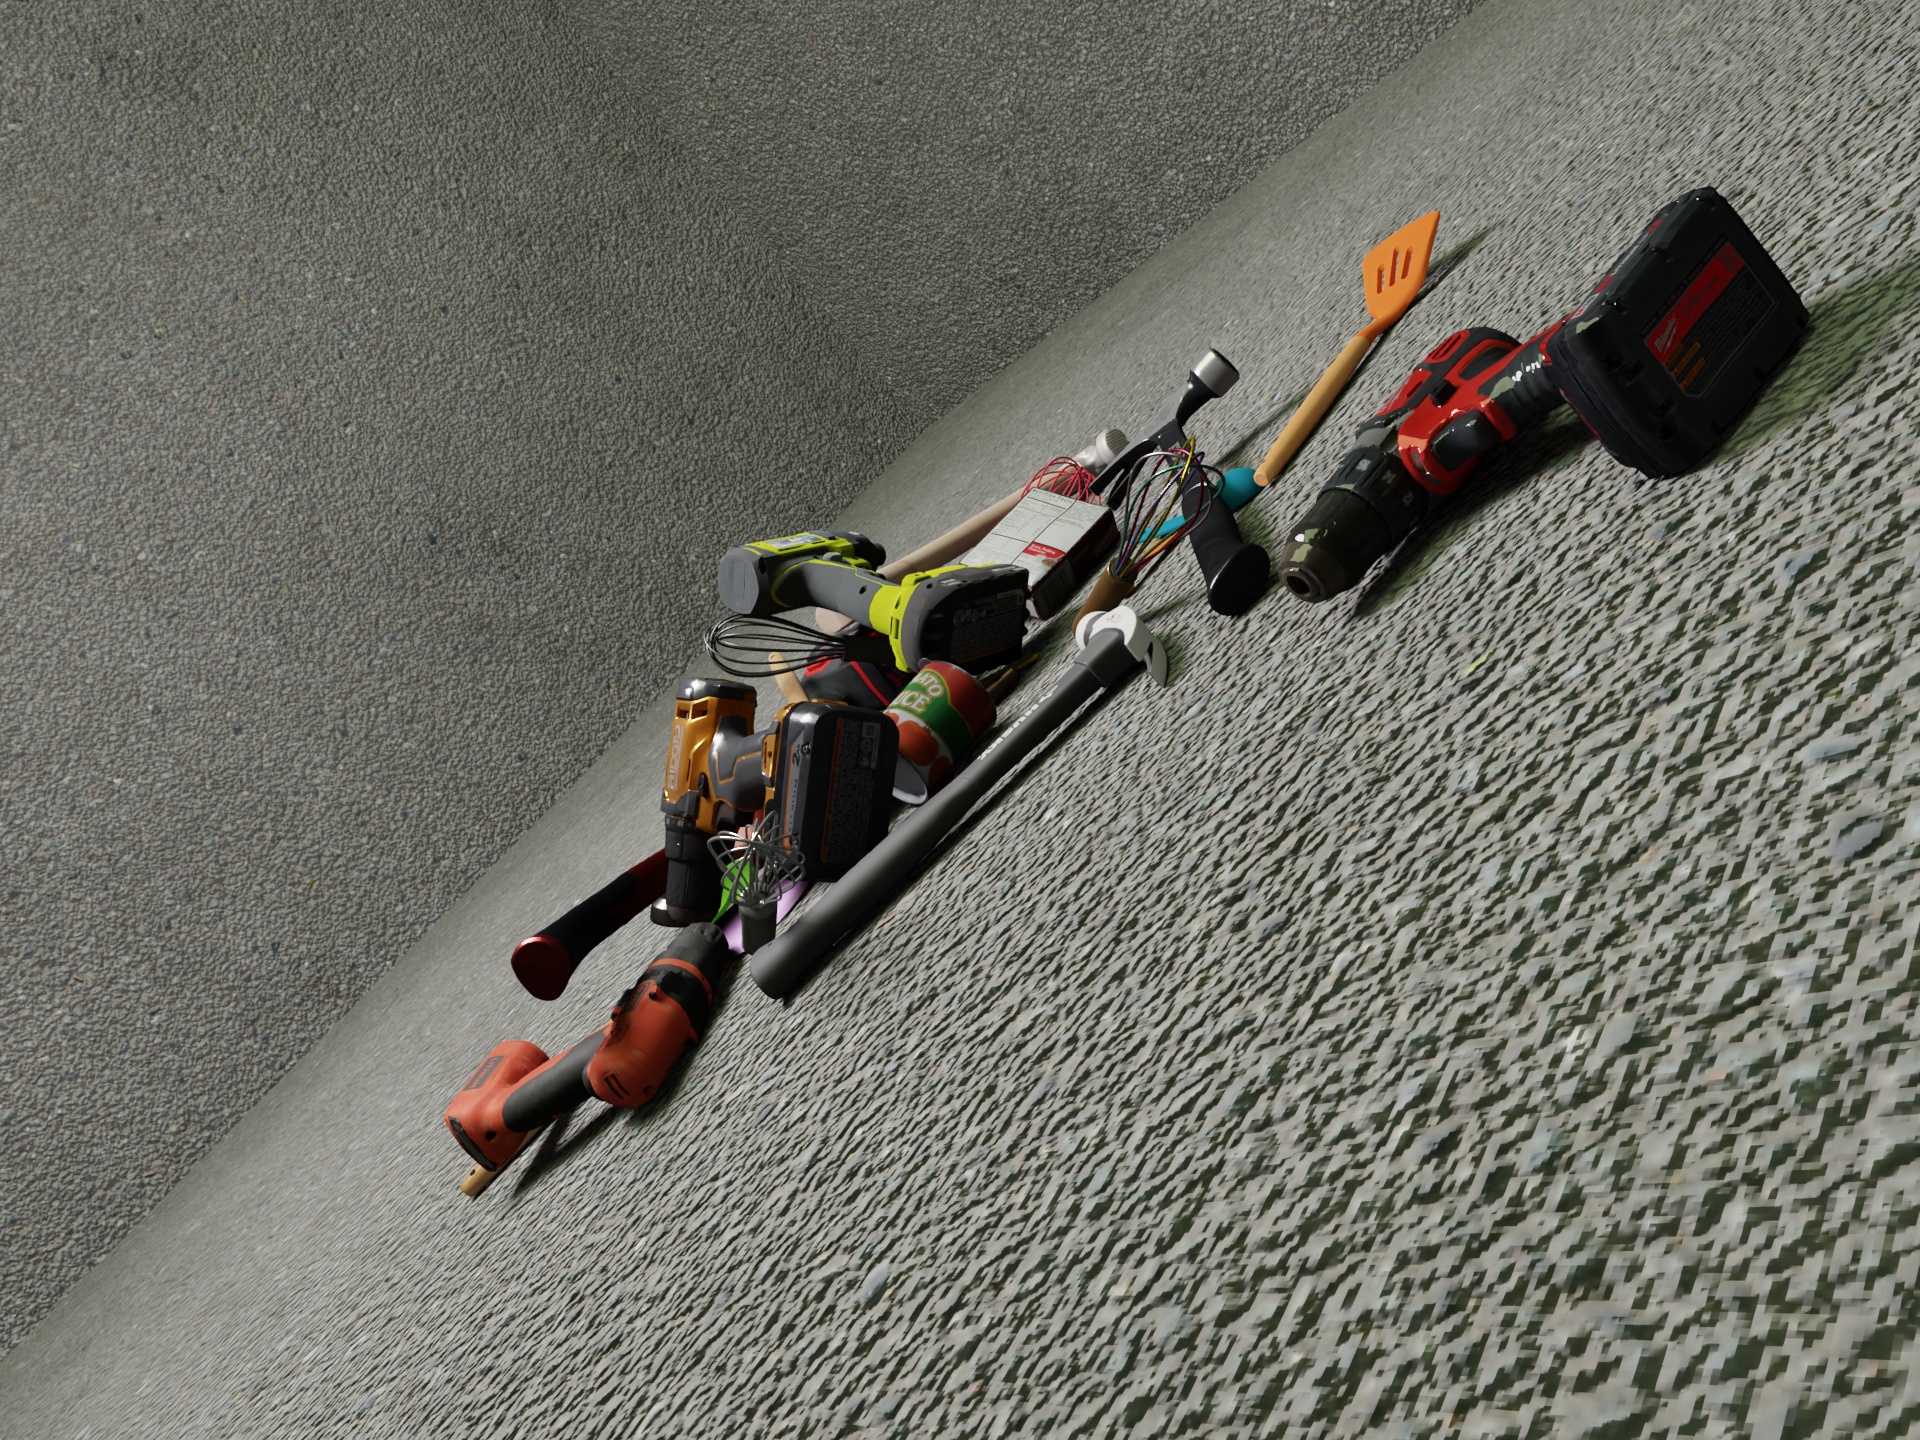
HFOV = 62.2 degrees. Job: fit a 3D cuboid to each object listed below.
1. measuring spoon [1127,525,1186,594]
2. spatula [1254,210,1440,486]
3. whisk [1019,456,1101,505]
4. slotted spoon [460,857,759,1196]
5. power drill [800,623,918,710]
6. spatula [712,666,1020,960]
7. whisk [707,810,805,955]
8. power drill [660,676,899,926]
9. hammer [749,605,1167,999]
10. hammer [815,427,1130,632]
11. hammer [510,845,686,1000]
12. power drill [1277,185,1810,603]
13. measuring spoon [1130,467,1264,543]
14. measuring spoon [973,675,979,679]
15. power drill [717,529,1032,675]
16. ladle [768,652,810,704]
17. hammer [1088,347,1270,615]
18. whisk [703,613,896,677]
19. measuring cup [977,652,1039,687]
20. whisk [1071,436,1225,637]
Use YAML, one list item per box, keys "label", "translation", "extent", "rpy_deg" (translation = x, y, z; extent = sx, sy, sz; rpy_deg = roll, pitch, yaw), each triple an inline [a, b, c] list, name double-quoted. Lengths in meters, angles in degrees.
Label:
- label: "measuring spoon"
  translation: [0.152, -0.128, 1.199]
  extent: [0.117, 0.011, 0.021]
  rpy_deg: [-45, 19, -27]
- label: "spatula"
  translation: [0.291, -0.283, 1.218]
  extent: [0.081, 0.041, 0.323]
  rpy_deg: [-24, 23, 53]
- label: "whisk"
  translation: [0.058, -0.144, 1.421]
  extent: [0.073, 0.073, 0.296]
  rpy_deg: [-30, 22, 44]
- label: "slotted spoon"
  translation: [-0.257, 0.229, 1.191]
  extent: [0.314, 0.031, 0.070]
  rpy_deg: [-48, 31, -15]
- label: "power drill"
  translation: [-0.113, 0.008, 1.378]
  extent: [0.143, 0.078, 0.220]
  rpy_deg: [-21, 27, 42]
- label: "spatula"
  translation: [-0.073, 0.070, 1.185]
  extent: [0.316, 0.018, 0.060]
  rpy_deg: [-43, 33, -7]
- label: "whisk"
  translation: [-0.128, 0.111, 1.001]
  extent: [0.246, 0.059, 0.058]
  rpy_deg: [108, 178, -68]
- label: "power drill"
  translation: [-0.143, 0.066, 1.123]
  extent: [0.226, 0.084, 0.185]
  rpy_deg: [6, 88, 52]
- label: "hammer"
  translation: [-0.002, 0.051, 1.001]
  extent: [0.335, 0.035, 0.146]
  rpy_deg: [-43, 12, -4]
- label: "hammer"
  translation: [0.004, -0.175, 1.534]
  extent: [0.410, 0.038, 0.146]
  rpy_deg: [-35, 4, -41]
- label: "hammer"
  translation: [-0.246, 0.116, 1.167]
  extent: [0.386, 0.038, 0.143]
  rpy_deg: [-55, -29, -84]
- label: "power drill"
  translation: [0.261, -0.142, 0.765]
  extent: [0.188, 0.080, 0.227]
  rpy_deg: [-46, 10, -19]
- label: "measuring spoon"
  translation: [0.171, -0.160, 1.188]
  extent: [0.128, 0.021, 0.042]
  rpy_deg: [-20, 23, 45]
- label: "measuring spoon"
  translation: [-0.025, -0.012, 1.316]
  extent: [0.124, 0.018, 0.034]
  rpy_deg: [-43, 12, -8]
- label: "power drill"
  translation: [-0.060, -0.105, 1.283]
  extent: [0.223, 0.080, 0.171]
  rpy_deg: [20, 25, 34]
- label: "ladle"
  translation: [-0.120, -0.001, 1.287]
  extent: [0.078, 0.062, 0.320]
  rpy_deg: [-42, 23, 1]
- label: "hammer"
  translation: [0.163, -0.160, 1.126]
  extent: [0.149, 0.036, 0.409]
  rpy_deg: [-46, 16, 19]
- label: "whisk"
  translation: [-0.096, -0.059, 1.329]
  extent: [0.239, 0.055, 0.055]
  rpy_deg: [1, 0, -19]
- label: "measuring cup"
  translation: [-0.002, -0.004, 1.230]
  extent: [0.156, 0.029, 0.062]
  rpy_deg: [-29, 13, 5]
- label: "whisk"
  translation: [0.115, -0.111, 1.038]
  extent: [0.051, 0.047, 0.245]
  rpy_deg: [-7, -20, -14]
